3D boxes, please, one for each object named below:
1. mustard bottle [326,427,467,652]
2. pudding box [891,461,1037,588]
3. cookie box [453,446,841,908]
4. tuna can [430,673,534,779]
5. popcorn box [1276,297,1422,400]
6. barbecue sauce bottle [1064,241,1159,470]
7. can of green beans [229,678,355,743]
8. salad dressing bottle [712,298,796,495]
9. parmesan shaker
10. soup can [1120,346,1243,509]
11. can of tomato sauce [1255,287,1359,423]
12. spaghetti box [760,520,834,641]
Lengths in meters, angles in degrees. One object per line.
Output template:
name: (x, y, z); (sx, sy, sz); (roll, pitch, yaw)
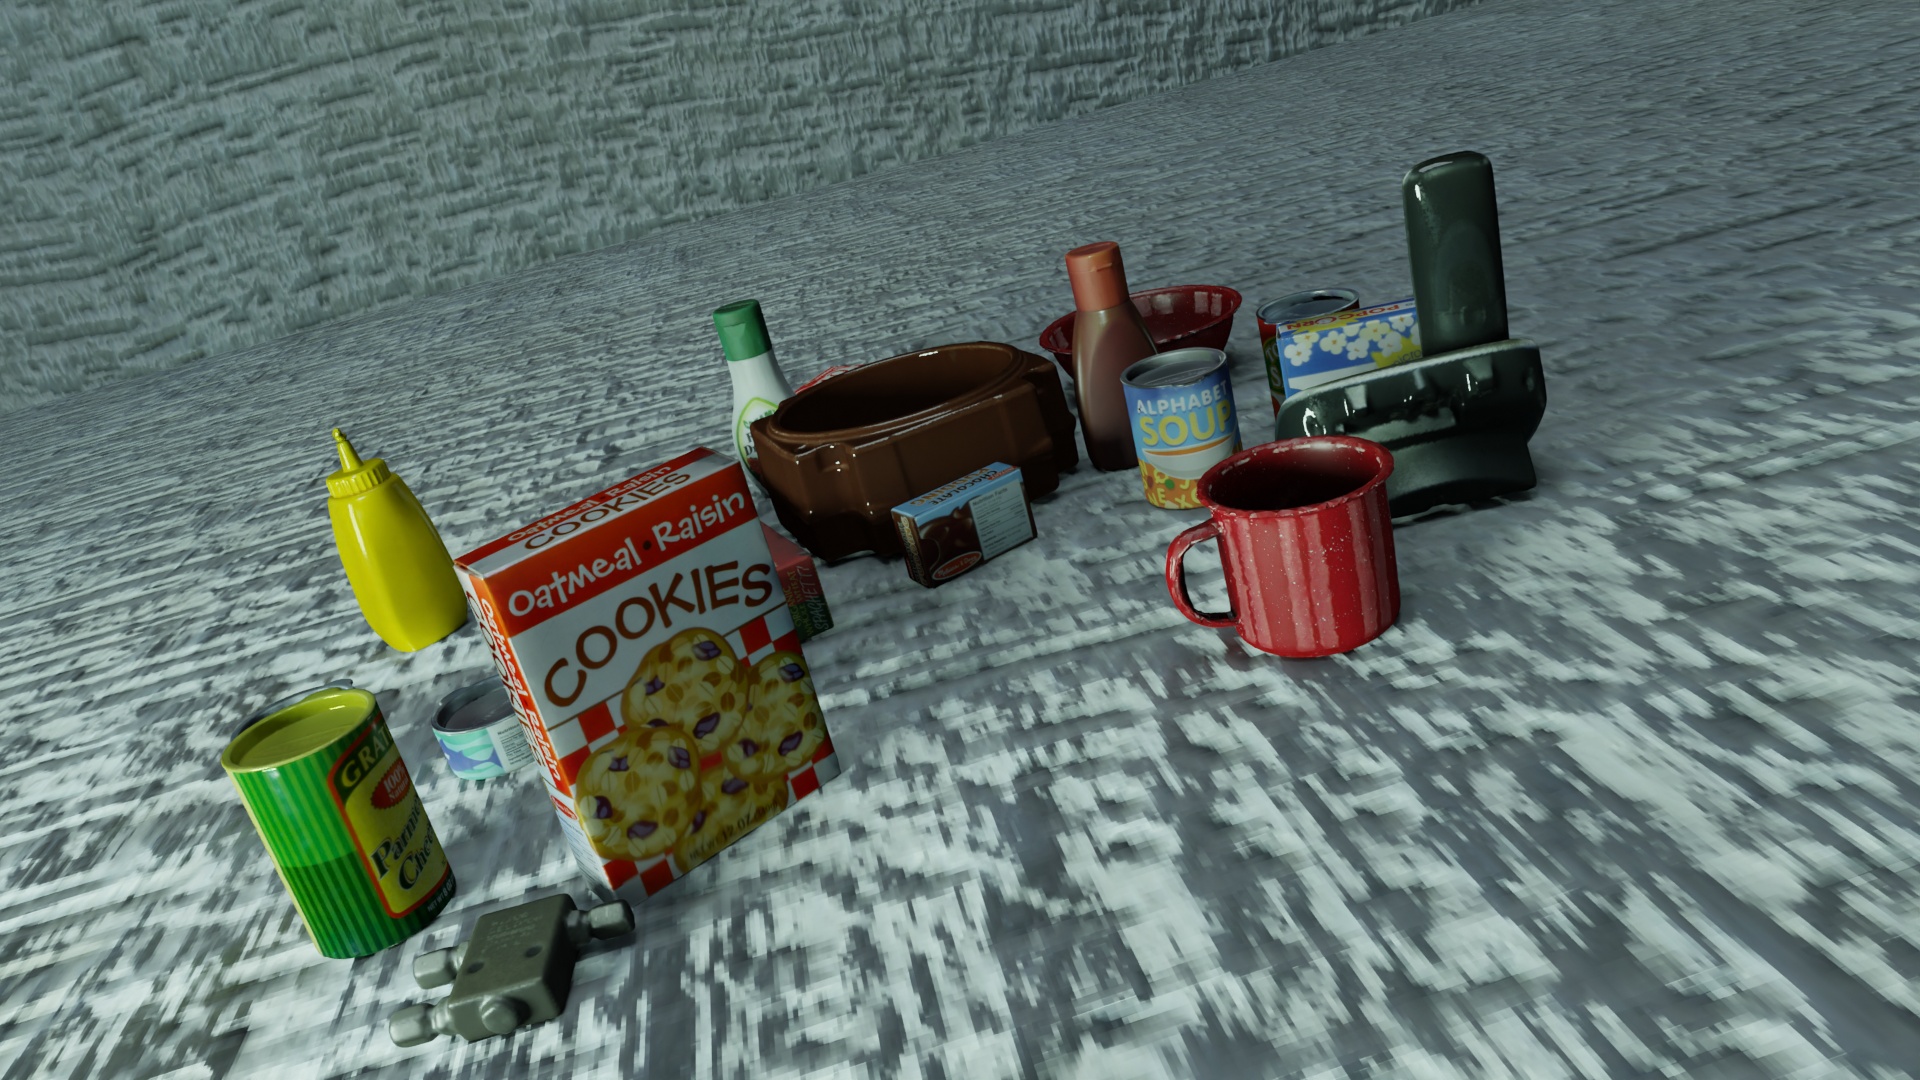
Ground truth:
mustard bottle: (-0.392, -0.004, 0.947); (0.049, 0.159, 0.065); (3, 28, 39)
pudding box: (0.003, -0.011, 0.857); (0.084, 0.049, 0.030); (-26, 24, -26)
cookie box: (-0.133, 0.059, 0.617); (0.123, 0.166, 0.040); (-29, 25, -32)
tuna can: (-0.258, 0.102, 0.775); (0.071, 0.032, 0.071); (-13, 22, 5)
popcorn box: (0.266, -0.102, 0.862); (0.126, 0.085, 0.038); (-10, 22, 13)
barbecue sauce bottle: (0.104, -0.125, 0.935); (0.065, 0.148, 0.044); (-18, 22, -9)
can of green beans: (-0.353, 0.119, 0.759); (0.071, 0.057, 0.071); (-13, 22, 5)
salad dressing bottle: (-0.151, -0.109, 1.062); (0.064, 0.147, 0.044); (-11, 22, 9)
parmesan shaker: (-0.279, 0.127, 0.633); (0.071, 0.102, 0.071); (-13, 22, 5)
soup can: (0.140, -0.069, 0.864); (0.071, 0.083, 0.071); (-13, 22, 5)
can of tomato sauce: (0.235, -0.117, 0.920); (0.071, 0.082, 0.071); (-13, 22, 5)
spaghetti box: (-0.147, 0.006, 0.912); (0.029, 0.050, 0.250); (-24, 23, -21)
